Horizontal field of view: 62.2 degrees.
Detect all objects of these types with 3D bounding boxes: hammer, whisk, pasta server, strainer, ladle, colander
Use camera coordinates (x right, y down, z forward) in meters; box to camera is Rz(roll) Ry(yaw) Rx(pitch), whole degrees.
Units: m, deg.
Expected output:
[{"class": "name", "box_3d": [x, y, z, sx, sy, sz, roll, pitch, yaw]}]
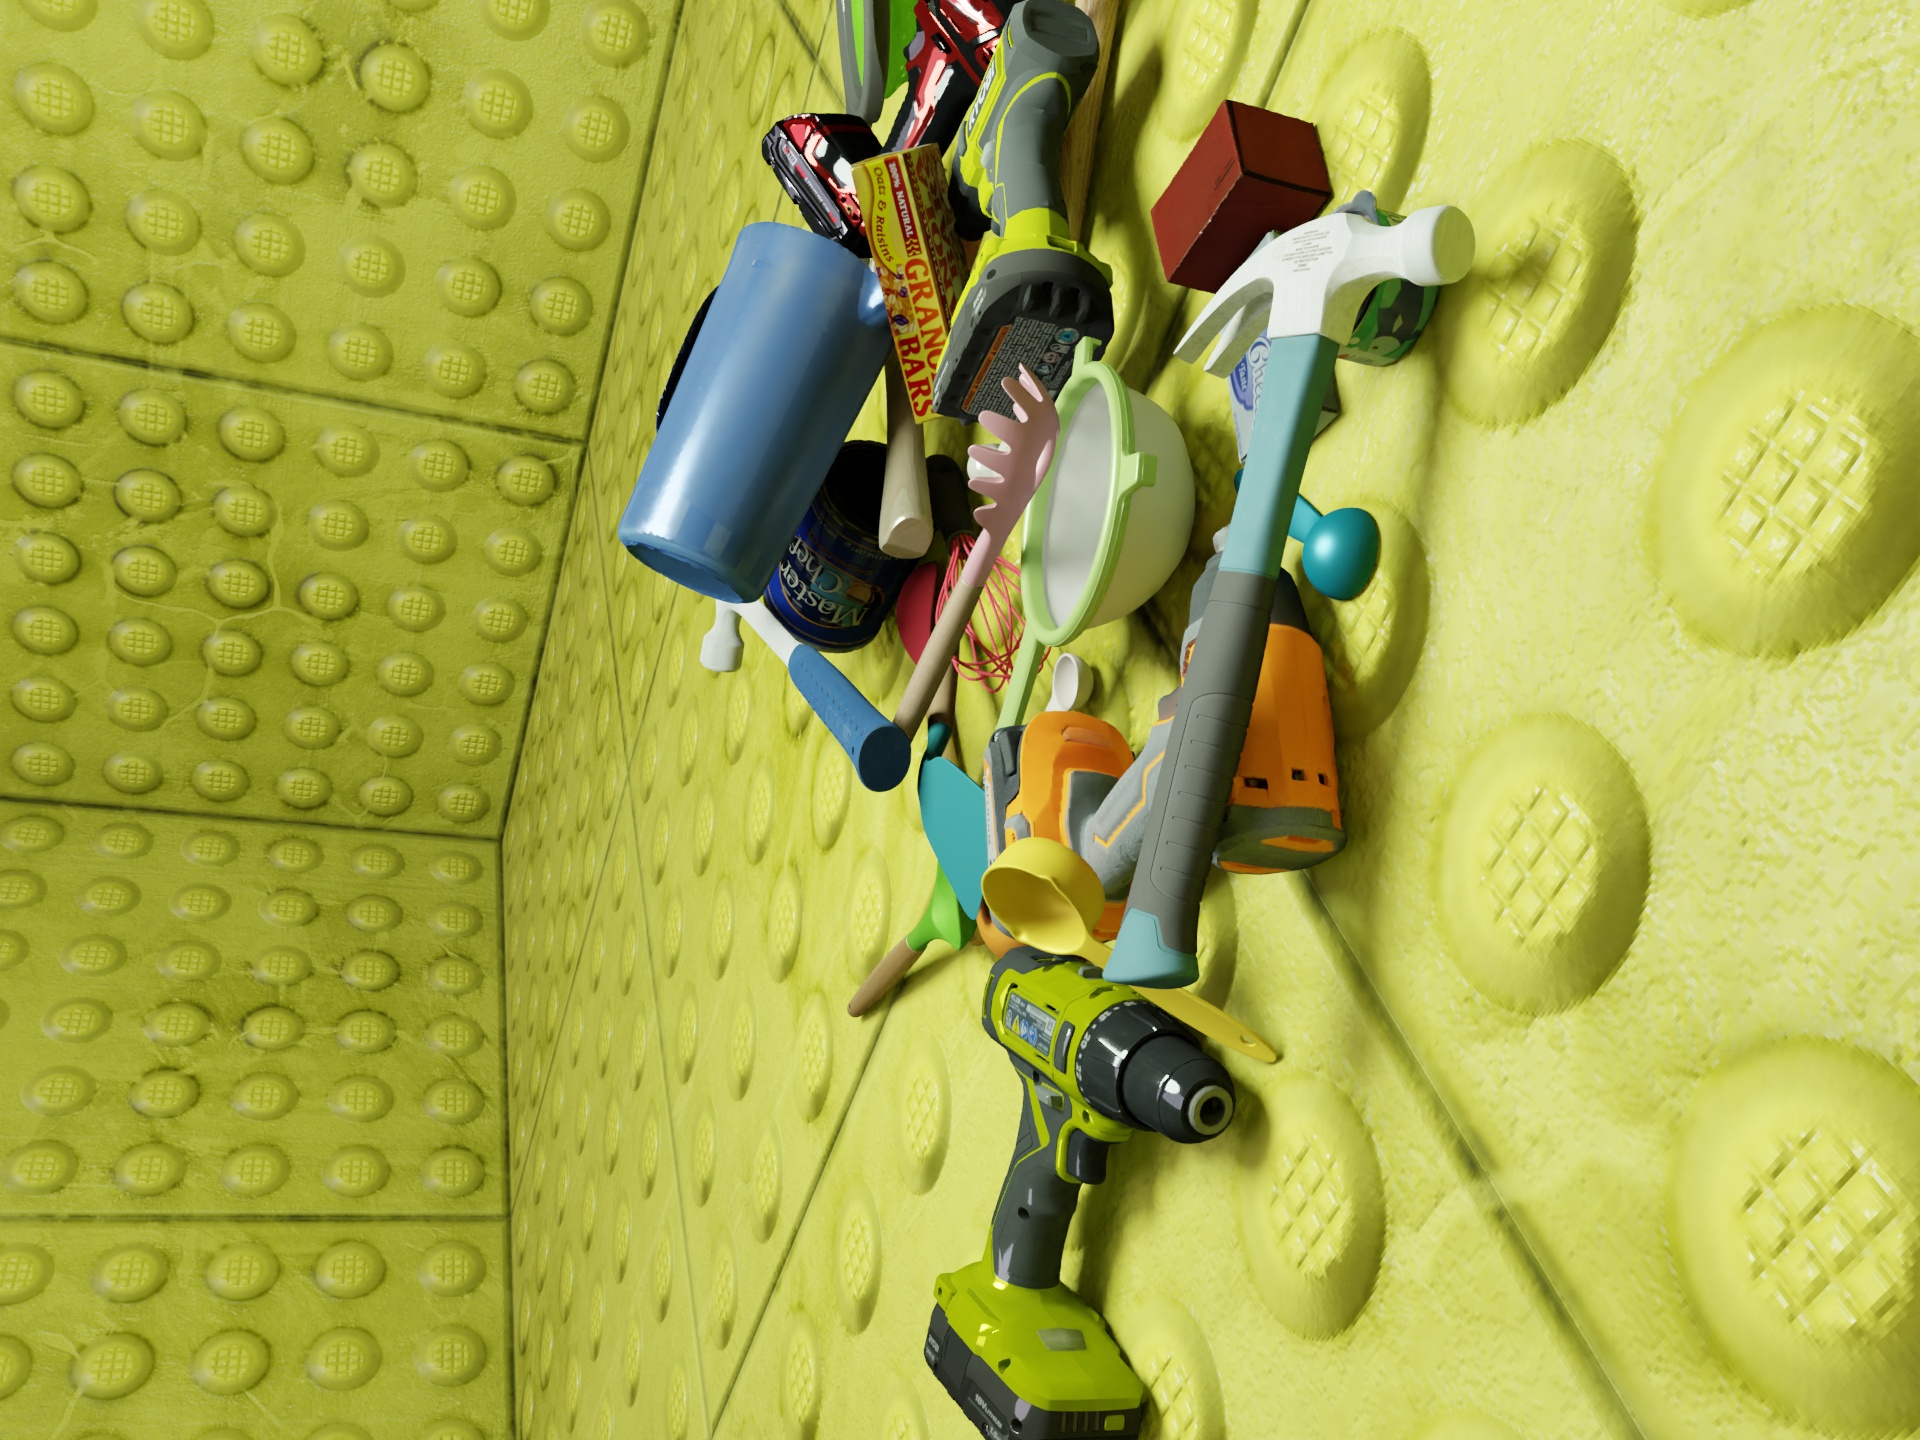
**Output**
[{"class": "hammer", "box_3d": [-0.041, -0.270, 1.190, 0.411, 0.038, 0.146, -95, 25, -46]}, {"class": "hammer", "box_3d": [0.065, -0.312, 1.016, 0.130, 0.031, 0.331, -161, 79, -68]}, {"class": "whisk", "box_3d": [0.005, -0.109, 1.070, 0.296, 0.073, 0.073, -106, 31, -54]}, {"class": "pasta server", "box_3d": [-0.008, -0.067, 0.929, 0.060, 0.040, 0.316, -52, -9, -47]}, {"class": "strainer", "box_3d": [0.074, -0.068, 0.875, 0.152, 0.069, 0.256, -102, 23, -52]}, {"class": "ladle", "box_3d": [-0.013, 0.015, 1.115, 0.069, 0.031, 0.316, 112, 153, -52]}, {"class": "hammer", "box_3d": [-0.115, -0.050, 1.106, 0.406, 0.035, 0.144, -137, 56, -61]}, {"class": "hammer", "box_3d": [0.117, -0.047, 0.662, 0.128, 0.033, 0.331, 13, 89, 54]}, {"class": "colander", "box_3d": [-0.047, -0.524, 1.310, 0.396, 0.094, 0.205, 94, 167, -47]}]

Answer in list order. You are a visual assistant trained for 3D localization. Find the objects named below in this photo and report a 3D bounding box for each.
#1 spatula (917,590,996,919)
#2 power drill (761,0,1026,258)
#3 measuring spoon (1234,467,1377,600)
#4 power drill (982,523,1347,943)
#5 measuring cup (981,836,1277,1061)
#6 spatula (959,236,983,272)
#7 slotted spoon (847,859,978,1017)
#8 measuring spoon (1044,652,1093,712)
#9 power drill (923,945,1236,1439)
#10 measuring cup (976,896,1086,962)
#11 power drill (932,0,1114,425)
[{"class": "spatula", "box_3d": [-0.002, -0.003, 1.015, 0.318, 0.044, 0.082, -87, 6, -58]}, {"class": "power drill", "box_3d": [-0.045, -0.462, 1.127, 0.226, 0.080, 0.188, -39, 81, 39]}, {"class": "measuring spoon", "box_3d": [0.152, -0.095, 0.745, 0.129, 0.021, 0.042, -125, 46, -57]}, {"class": "power drill", "box_3d": [0.095, 0.014, 0.781, 0.226, 0.084, 0.164, -38, 48, 54]}, {"class": "measuring cup", "box_3d": [0.082, 0.106, 0.736, 0.029, 0.156, 0.062, -53, -10, -35]}, {"class": "spatula", "box_3d": [0.045, -0.405, 1.025, 0.322, 0.041, 0.081, 113, 146, -51]}, {"class": "slotted spoon", "box_3d": [-0.037, 0.158, 1.098, 0.313, 0.031, 0.070, 124, 138, -59]}, {"class": "measuring spoon", "box_3d": [0.058, 0.009, 0.964, 0.124, 0.018, 0.034, 109, 151, -43]}, {"class": "power drill", "box_3d": [0.059, 0.242, 0.801, 0.191, 0.080, 0.228, 17, 97, 65]}, {"class": "measuring cup", "box_3d": [0.028, 0.084, 0.952, 0.174, 0.052, 0.095, -138, 58, -62]}, {"class": "power drill", "box_3d": [0.032, -0.289, 0.952, 0.171, 0.080, 0.223, 125, 149, -57]}]
